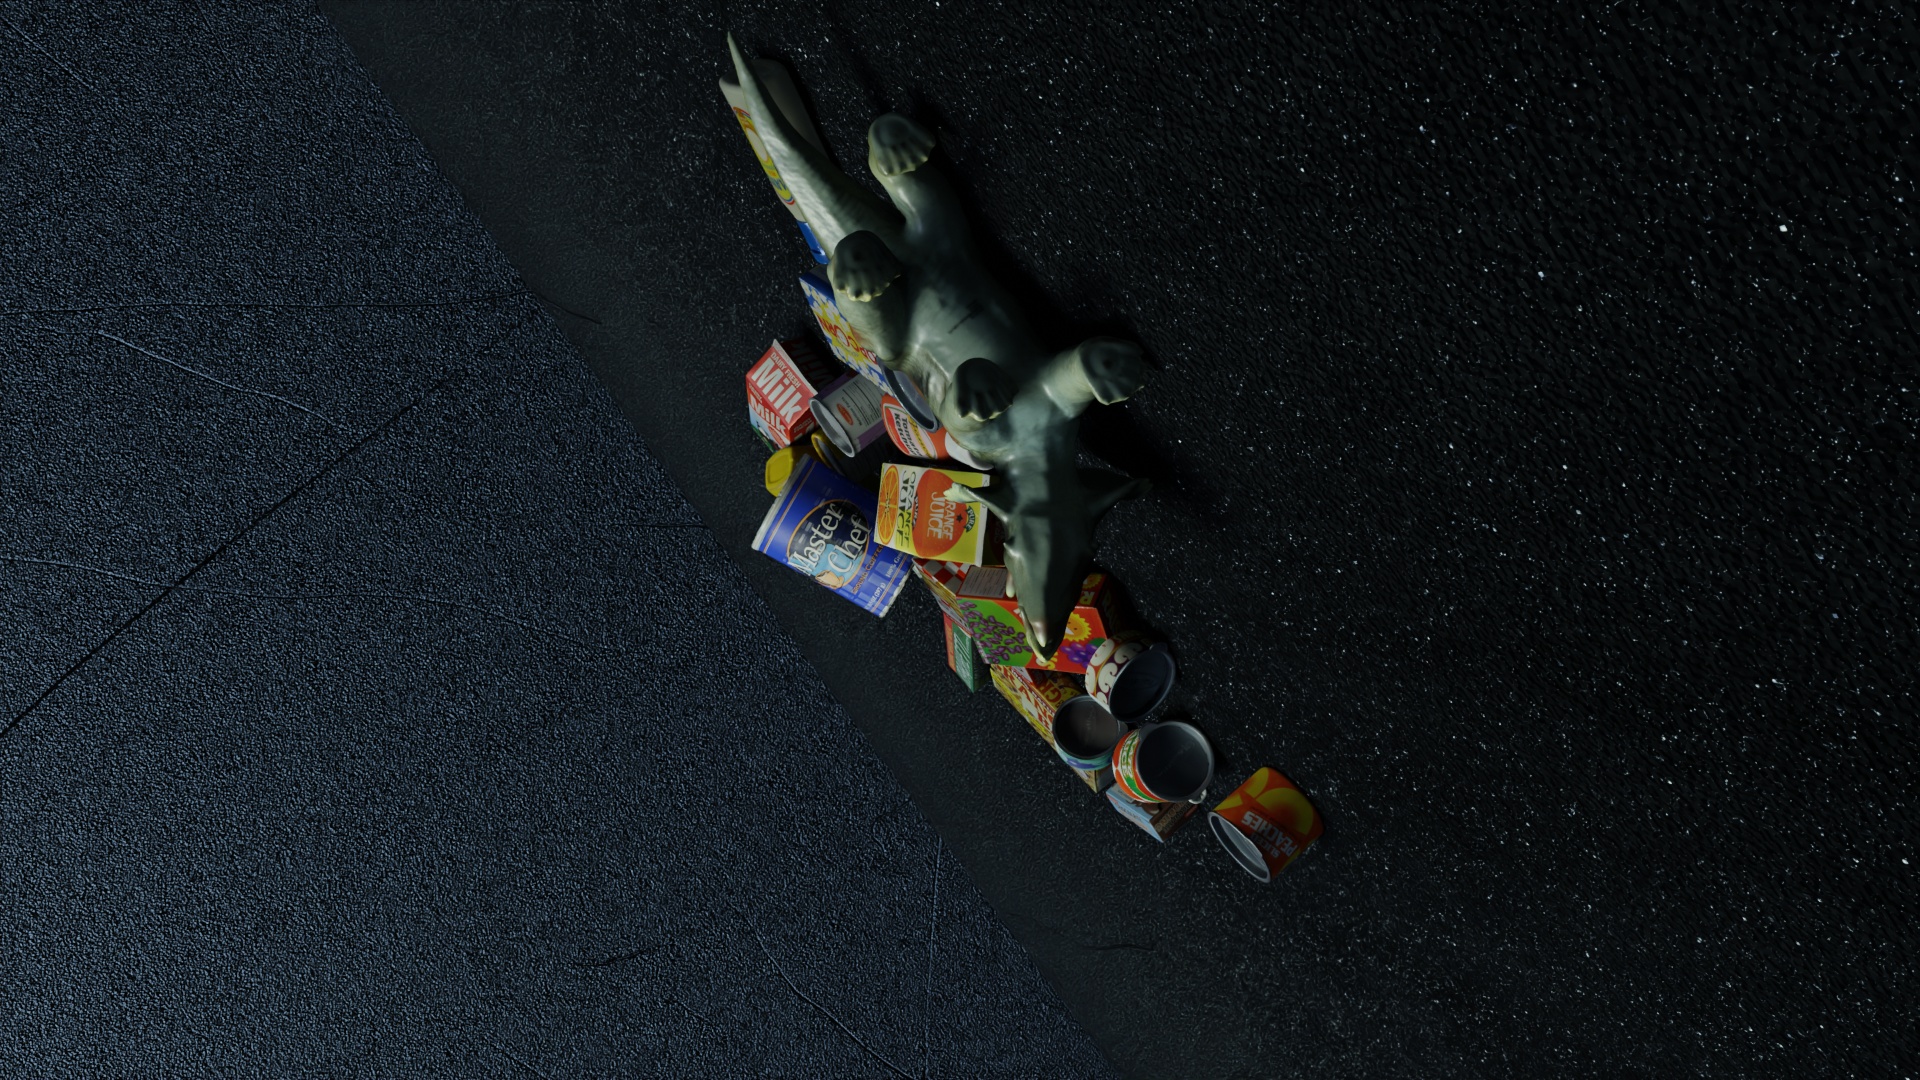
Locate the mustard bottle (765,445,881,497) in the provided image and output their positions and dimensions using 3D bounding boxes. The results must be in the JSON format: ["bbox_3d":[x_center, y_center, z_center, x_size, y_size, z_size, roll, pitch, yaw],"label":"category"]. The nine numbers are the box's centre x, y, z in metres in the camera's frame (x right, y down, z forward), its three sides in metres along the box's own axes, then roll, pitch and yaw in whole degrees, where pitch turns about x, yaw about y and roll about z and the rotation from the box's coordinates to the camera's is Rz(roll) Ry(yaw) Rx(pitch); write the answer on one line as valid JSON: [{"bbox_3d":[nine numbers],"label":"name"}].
[{"bbox_3d":[-0.121,-0.053,1.429,0.160,0.049,0.065,18,152,-37],"label":"mustard bottle"}]

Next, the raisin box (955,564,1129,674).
[{"bbox_3d":[0.068,0.064,1.112,0.123,0.040,0.085,3,136,28],"label":"raisin box"}]

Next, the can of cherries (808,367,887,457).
[{"bbox_3d":[-0.096,-0.119,1.267,0.071,0.058,0.071,47,166,16],"label":"can of cherries"}]

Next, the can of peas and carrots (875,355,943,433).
[{"bbox_3d":[-0.017,-0.122,1.002,0.071,0.059,0.070,49,165,17],"label":"can of peas and carrots"}]

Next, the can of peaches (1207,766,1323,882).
[{"bbox_3d":[0.230,0.213,1.043,0.071,0.058,0.071,48,165,18],"label":"can of peaches"}]

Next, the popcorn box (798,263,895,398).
[{"bbox_3d":[-0.071,-0.167,1.107,0.127,0.038,0.085,39,160,45],"label":"popcorn box"}]

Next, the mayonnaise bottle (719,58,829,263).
[{"bbox_3d":[-0.118,-0.269,0.996,0.065,0.041,0.147,33,156,49],"label":"mayonnaise bottle"}]

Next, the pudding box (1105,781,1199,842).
[{"bbox_3d":[0.179,0.244,1.305,0.030,0.050,0.084,57,166,-22],"label":"pudding box"}]

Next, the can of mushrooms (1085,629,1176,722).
[{"bbox_3d":[0.132,0.102,1.073,0.033,0.071,0.070,38,160,47],"label":"can of mushrooms"}]

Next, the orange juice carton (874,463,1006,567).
[{"bbox_3d":[-0.010,-0.022,1.128,0.192,0.073,0.071,-165,81,-72],"label":"orange juice carton"}]

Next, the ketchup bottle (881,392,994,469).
[{"bbox_3d":[-0.012,-0.087,1.106,0.149,0.044,0.064,26,143,60],"label":"ketchup bottle"}]

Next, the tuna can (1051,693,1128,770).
[{"bbox_3d":[0.122,0.180,1.301,0.071,0.071,0.032,45,165,27],"label":"tuna can"}]

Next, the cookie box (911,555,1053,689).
[{"bbox_3d":[0.027,0.068,1.304,0.123,0.040,0.167,38,170,22],"label":"cookie box"}]

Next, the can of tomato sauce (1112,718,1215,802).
[{"bbox_3d":[0.166,0.184,1.158,0.071,0.071,0.083,51,167,4],"label":"can of tomato sauce"}]

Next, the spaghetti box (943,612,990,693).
[{"bbox_3d":[0.008,0.111,1.570,0.050,0.029,0.249,48,166,19],"label":"spaghetti box"}]

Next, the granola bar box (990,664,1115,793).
[{"bbox_3d":[0.095,0.168,1.410,0.166,0.039,0.123,45,164,26],"label":"granola bar box"}]

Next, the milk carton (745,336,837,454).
[{"bbox_3d":[-0.166,-0.141,1.407,0.072,0.073,0.190,51,166,7],"label":"milk carton"}]

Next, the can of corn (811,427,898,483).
[{"bbox_3d":[-0.105,-0.095,1.356,0.071,0.058,0.071,48,165,17],"label":"can of corn"}]
